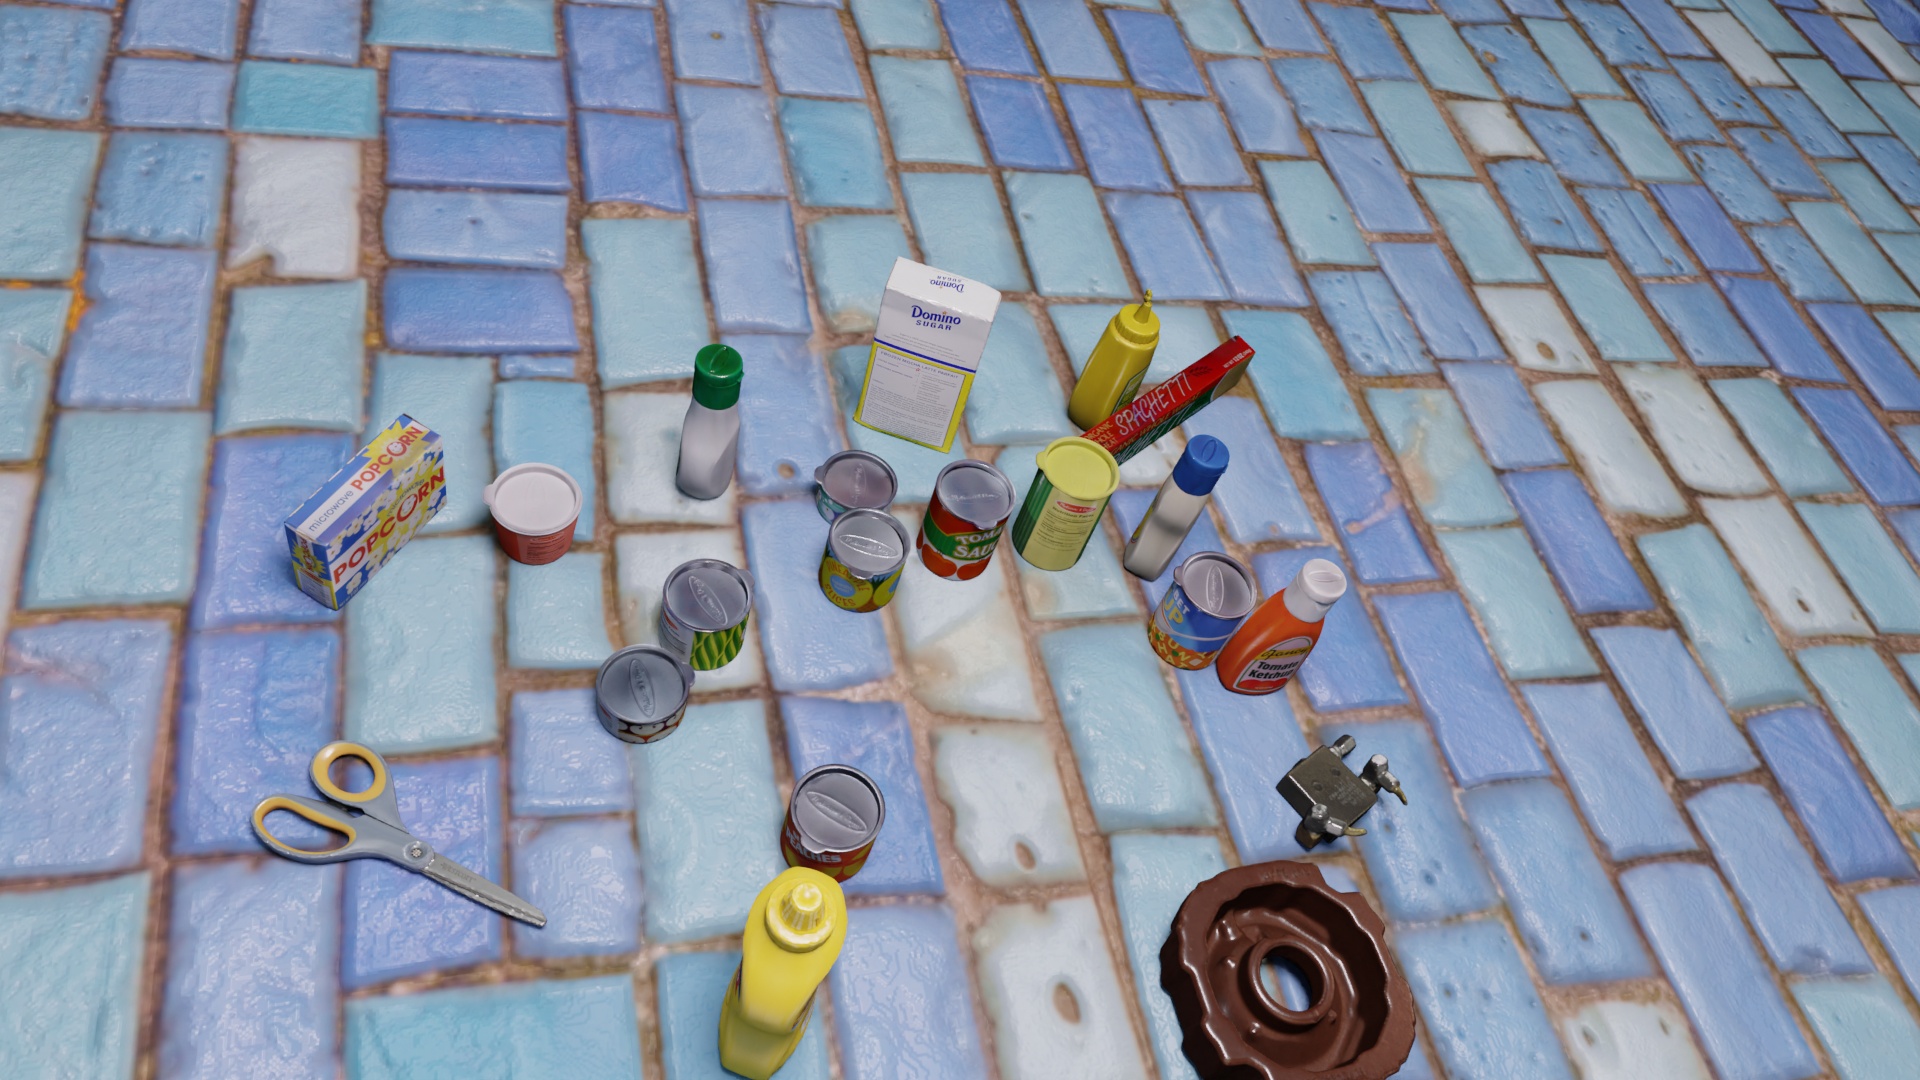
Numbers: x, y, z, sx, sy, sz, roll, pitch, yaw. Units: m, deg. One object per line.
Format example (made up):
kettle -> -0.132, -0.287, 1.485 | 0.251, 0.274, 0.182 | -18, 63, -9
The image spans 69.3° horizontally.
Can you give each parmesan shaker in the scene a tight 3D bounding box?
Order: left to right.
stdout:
parmesan shaker -> 0.084, -0.031, 1.170 | 0.071, 0.102, 0.071 | 8, 52, -11

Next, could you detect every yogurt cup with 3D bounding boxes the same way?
yogurt cup -> -0.327, -0.018, 1.070 | 0.072, 0.053, 0.073 | 8, 52, -11

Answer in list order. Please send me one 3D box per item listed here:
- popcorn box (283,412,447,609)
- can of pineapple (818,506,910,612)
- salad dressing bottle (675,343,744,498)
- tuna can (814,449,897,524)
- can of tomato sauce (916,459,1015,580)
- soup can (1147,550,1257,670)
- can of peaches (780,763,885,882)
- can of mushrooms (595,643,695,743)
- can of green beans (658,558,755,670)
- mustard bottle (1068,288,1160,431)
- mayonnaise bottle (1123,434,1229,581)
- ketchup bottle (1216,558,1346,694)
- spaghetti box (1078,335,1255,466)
popcorn box -> -0.434, -0.021, 1.020 | 0.038, 0.084, 0.127 | 28, 51, 5
can of pineapple -> -0.079, 0.017, 1.114 | 0.071, 0.057, 0.071 | 8, 52, -11
salad dressing bottle -> -0.198, -0.094, 1.106 | 0.044, 0.146, 0.064 | 22, 51, 0
tuna can -> -0.091, -0.042, 1.172 | 0.071, 0.032, 0.071 | 8, 52, -11
can of tomato sauce -> 0.004, -0.014, 1.147 | 0.071, 0.082, 0.071 | 8, 52, -11
soup can -> 0.196, 0.058, 1.149 | 0.071, 0.083, 0.072 | 8, 52, -11
can of peaches -> -0.092, 0.200, 0.971 | 0.071, 0.057, 0.071 | 8, 52, -11
can of mushrooms -> -0.230, 0.112, 1.013 | 0.071, 0.033, 0.071 | 8, 52, -11
can of green beans -> -0.193, 0.056, 1.050 | 0.071, 0.057, 0.071 | 8, 52, -11
mustard bottle -> 0.145, -0.164, 1.254 | 0.049, 0.159, 0.065 | 38, 53, 13
mayonnaise bottle -> 0.182, -0.030, 1.170 | 0.041, 0.147, 0.065 | 27, 51, 5
ketchup bottle -> 0.261, 0.070, 1.117 | 0.065, 0.148, 0.044 | 0, 54, -17
spaghetti box -> 0.188, -0.122, 1.305 | 0.251, 0.050, 0.029 | -34, 69, -34
